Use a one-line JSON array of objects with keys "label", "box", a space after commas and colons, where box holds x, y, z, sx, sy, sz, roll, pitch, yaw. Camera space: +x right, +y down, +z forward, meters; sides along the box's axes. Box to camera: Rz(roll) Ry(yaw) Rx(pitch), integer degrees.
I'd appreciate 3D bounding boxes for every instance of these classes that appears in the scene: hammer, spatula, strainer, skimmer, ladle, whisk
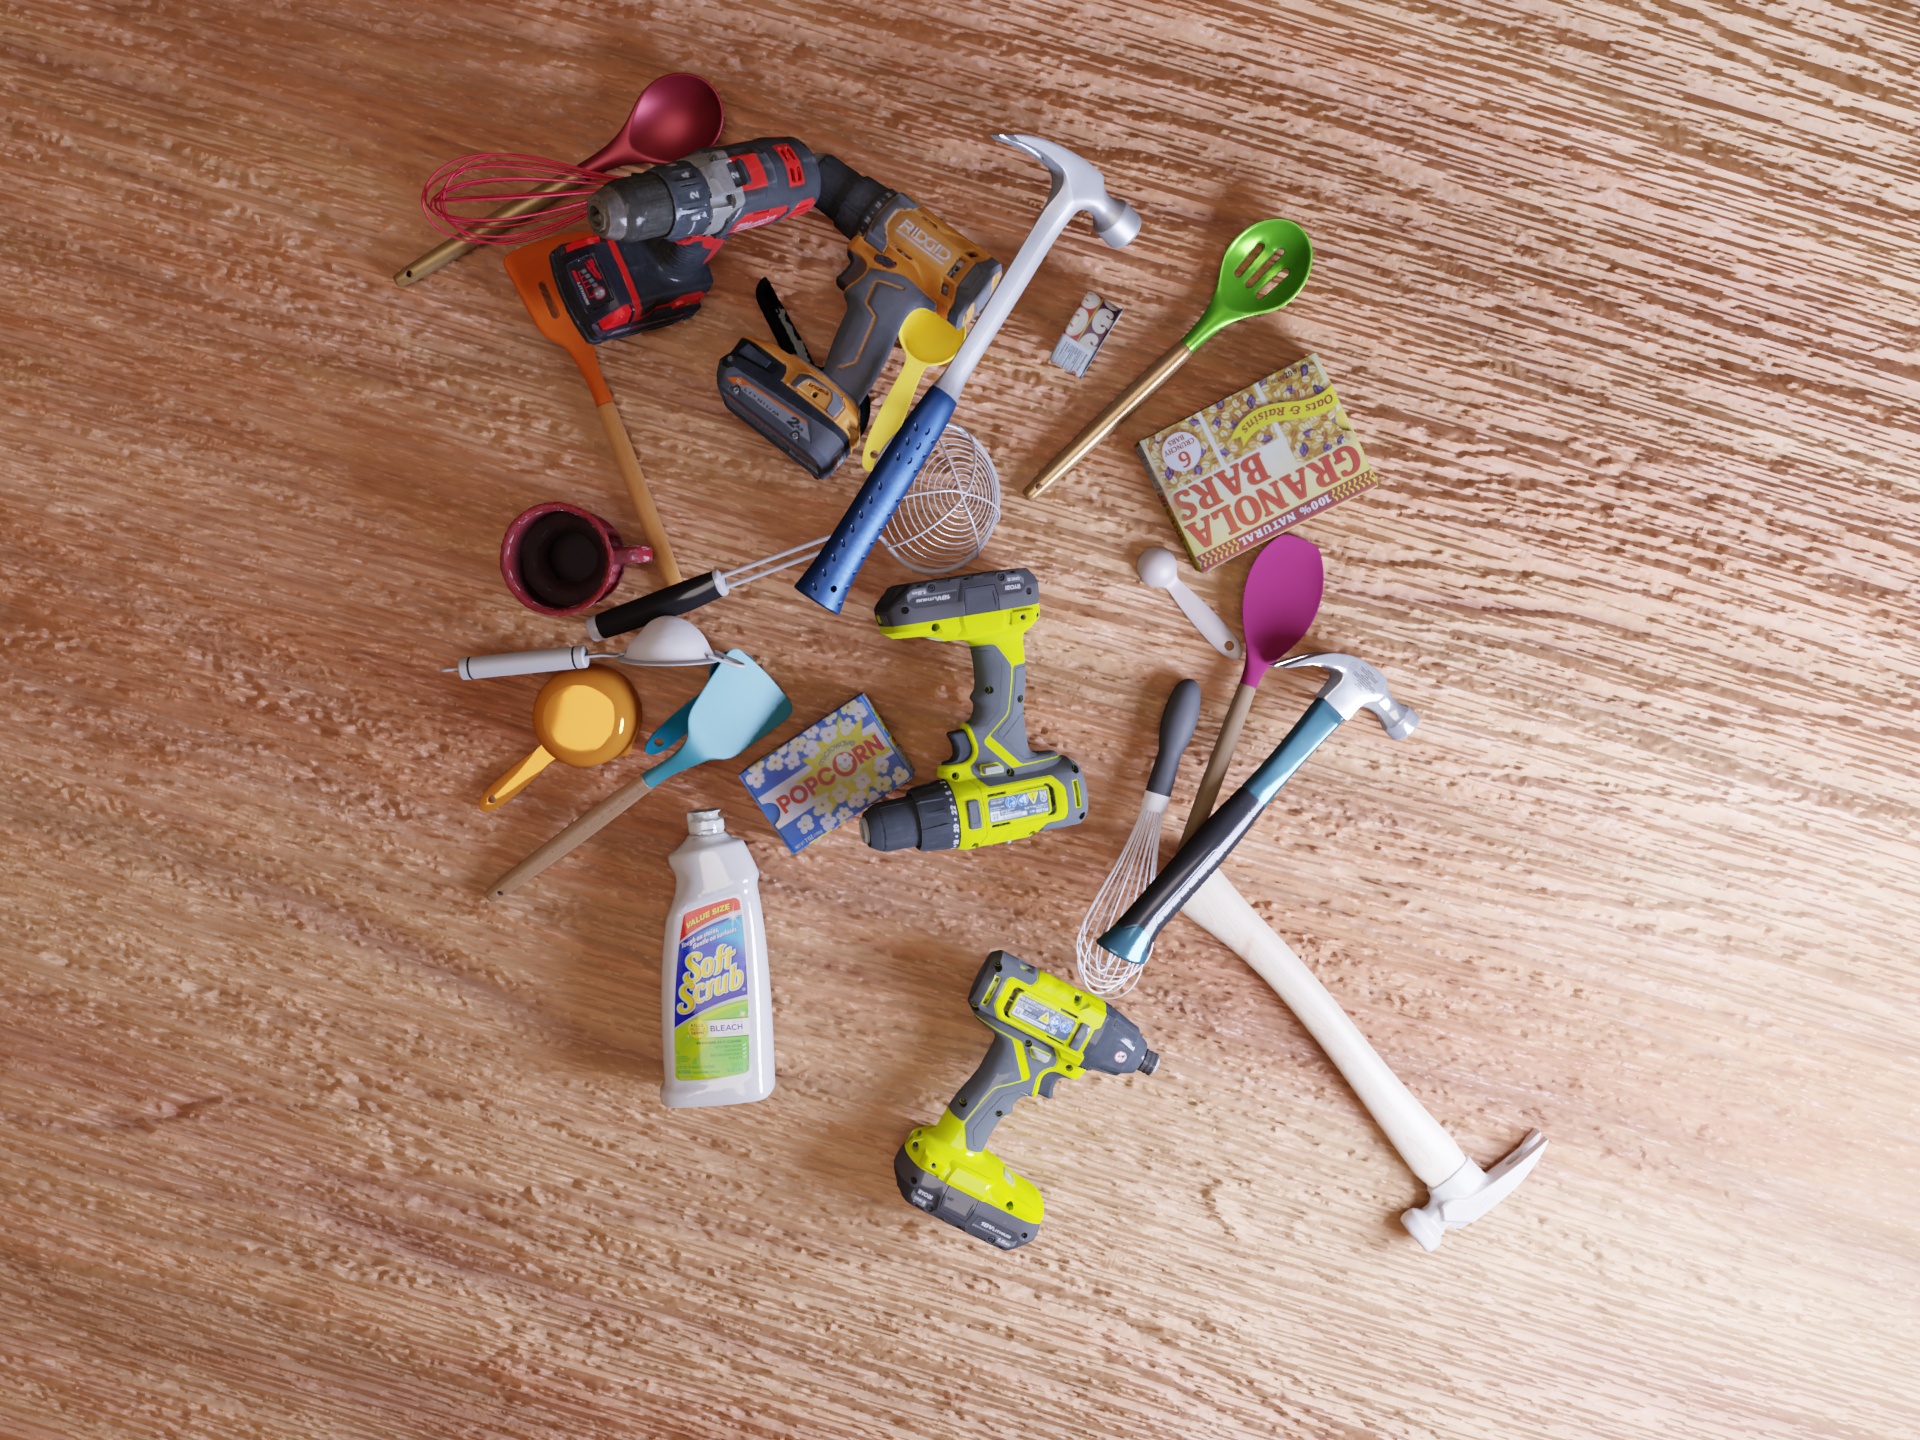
[{"label": "hammer", "box": [0.237, 0.076, 1.333, 0.128, 0.033, 0.331, 44, 84, -13]}, {"label": "spatula", "box": [-0.290, -0.245, 1.339, 0.081, 0.041, 0.322, -23, 98, -19]}, {"label": "strainer", "box": [-0.308, -0.055, 1.321, 0.258, 0.087, 0.050, -6, 100, 5]}, {"label": "skimmer", "box": [-0.142, -0.144, 1.343, 0.363, 0.090, 0.127, -19, 109, 10]}, {"label": "ladle", "box": [-0.337, -0.442, 1.326, 0.315, 0.031, 0.069, -28, 105, 6]}, {"label": "hammer", "box": [-0.011, -0.268, 1.245, 0.144, 0.035, 0.405, 32, 89, -37]}, {"label": "whisk", "box": [-0.285, -0.432, 1.294, 0.295, 0.073, 0.073, -9, 96, -12]}, {"label": "whisk", "box": [0.159, 0.101, 1.364, 0.070, 0.070, 0.284, 16, 91, -1]}, {"label": "hammer", "box": [0.334, 0.267, 1.389, 0.146, 0.038, 0.410, -40, 94, 3]}, {"label": "spatula", "box": [-0.289, 0.062, 1.376, 0.317, 0.044, 0.082, -35, 121, 11]}]

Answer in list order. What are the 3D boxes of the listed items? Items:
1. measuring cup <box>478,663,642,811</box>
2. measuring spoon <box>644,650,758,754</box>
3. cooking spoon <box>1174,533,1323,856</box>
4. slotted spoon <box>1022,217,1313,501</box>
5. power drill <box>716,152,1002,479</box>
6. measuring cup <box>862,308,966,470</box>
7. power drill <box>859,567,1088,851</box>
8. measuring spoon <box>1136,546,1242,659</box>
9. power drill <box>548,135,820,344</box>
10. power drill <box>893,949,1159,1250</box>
[{"label": "measuring cup", "box": [-0.353, 0.024, 1.362, 0.173, 0.052, 0.095, -40, 94, 3]}, {"label": "measuring spoon", "box": [-0.227, -0.016, 1.377, 0.128, 0.021, 0.042, -41, 119, 13]}, {"label": "cooking spoon", "box": [0.235, -0.005, 1.354, 0.068, 0.017, 0.319, 21, 89, -10]}, {"label": "slotted spoon", "box": [0.169, -0.297, 1.335, 0.314, 0.031, 0.070, -43, 94, 7]}, {"label": "power drill", "box": [-0.103, -0.333, 1.279, 0.185, 0.084, 0.226, 38, 84, 2]}, {"label": "measuring cup", "box": [-0.045, -0.282, 1.340, 0.062, 0.029, 0.156, 26, 98, -2]}, {"label": "power drill", "box": [-0.002, -0.004, 1.327, 0.190, 0.080, 0.228, -10, 96, -15]}, {"label": "measuring spoon", "box": [0.199, -0.098, 1.359, 0.034, 0.018, 0.124, -43, 95, 5]}, {"label": "power drill", "box": [-0.232, -0.367, 1.213, 0.188, 0.227, 0.080, -28, 97, -38]}, {"label": "power drill", "box": [0.054, 0.332, 1.375, 0.171, 0.080, 0.223, 27, 97, -2]}]
